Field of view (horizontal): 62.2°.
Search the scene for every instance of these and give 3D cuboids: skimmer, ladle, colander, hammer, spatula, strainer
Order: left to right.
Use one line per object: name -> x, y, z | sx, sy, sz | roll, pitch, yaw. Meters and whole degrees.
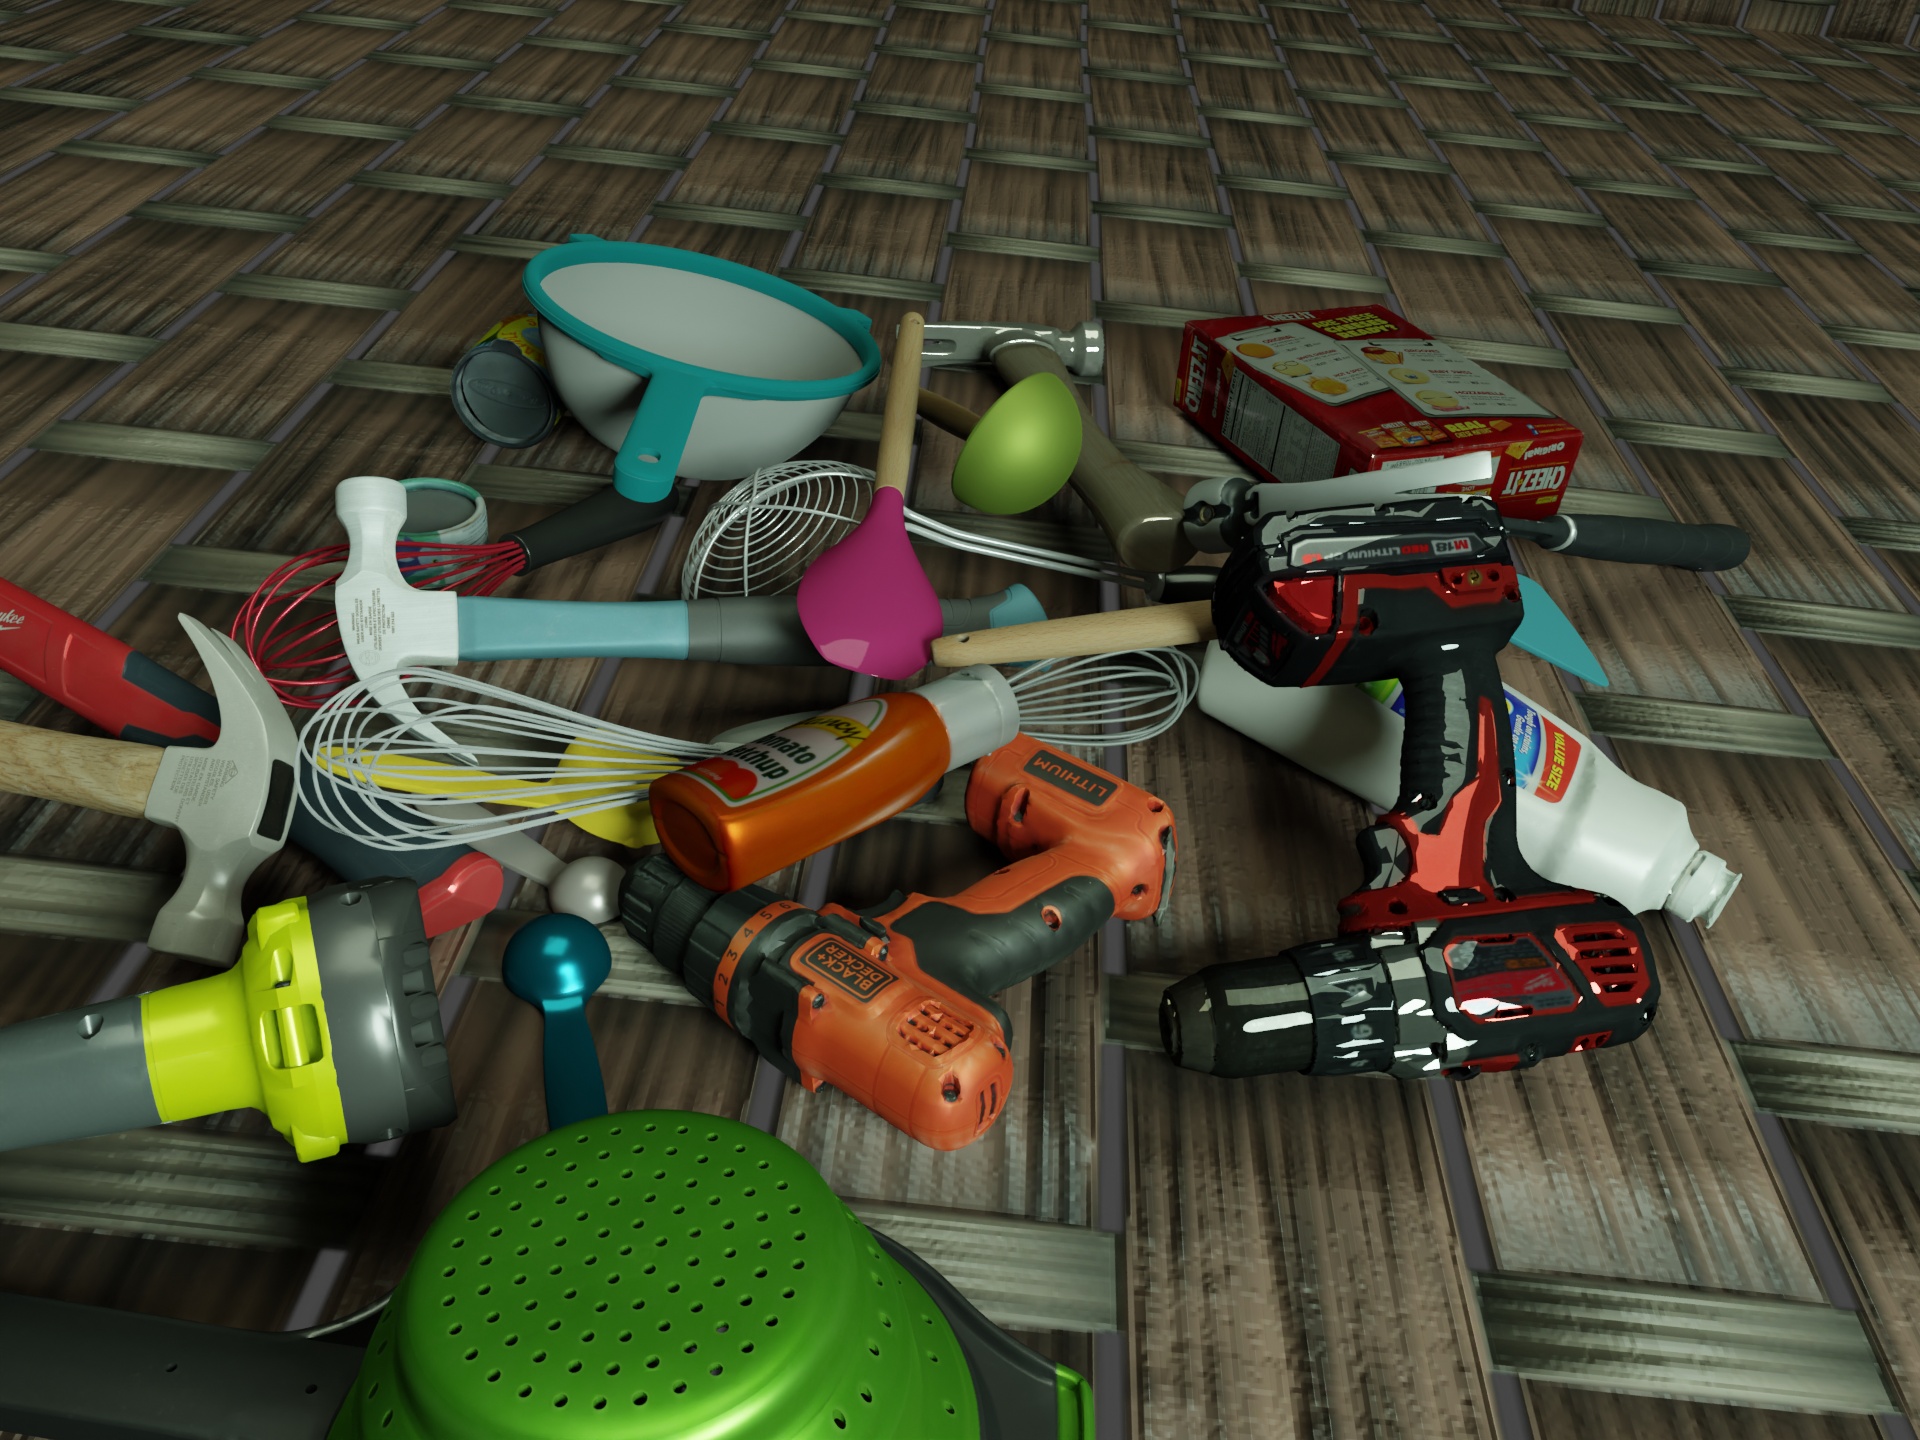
hammer -> -0.418, 0.007, 0.649 | 0.331, 0.031, 0.130 | 9, 74, 14
hammer -> -0.346, -0.023, 0.682 | 0.386, 0.038, 0.143 | 25, 80, 18
colander -> -0.162, 0.163, 0.423 | 0.397, 0.094, 0.205 | 5, 30, 8
strainer -> -0.159, -0.170, 0.897 | 0.211, 0.095, 0.341 | 14, 31, -9
hammer -> -0.114, -0.044, 0.741 | 0.331, 0.128, 0.033 | -1, -7, -17
ladle -> -0.003, -0.175, 0.905 | 0.062, 0.078, 0.320 | 38, 5, -23
skimmer -> 0.037, -0.066, 0.852 | 0.363, 0.090, 0.127 | 10, 46, -12
hammer -> 0.053, -0.177, 0.951 | 0.146, 0.038, 0.411 | -2, 27, -8
spatula -> 0.143, -0.040, 0.729 | 0.317, 0.044, 0.082 | -6, 44, -9
hammer -> 0.308, -0.102, 0.836 | 0.408, 0.036, 0.149 | -1, 1, -39

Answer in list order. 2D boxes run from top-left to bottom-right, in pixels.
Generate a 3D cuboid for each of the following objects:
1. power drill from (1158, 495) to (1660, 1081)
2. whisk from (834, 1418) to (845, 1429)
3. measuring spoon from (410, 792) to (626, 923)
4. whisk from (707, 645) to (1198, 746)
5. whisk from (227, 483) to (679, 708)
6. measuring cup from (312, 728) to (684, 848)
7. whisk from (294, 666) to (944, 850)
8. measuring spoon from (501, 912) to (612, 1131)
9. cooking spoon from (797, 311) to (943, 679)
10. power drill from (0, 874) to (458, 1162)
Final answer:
power drill -> 0.158, 0.032, 0.635 | 0.188, 0.080, 0.227 | -6, 69, -7
whisk -> 0.014, 0.250, 0.403 | 0.051, 0.047, 0.245 | -20, 40, -30
measuring spoon -> -0.188, 0.050, 0.670 | 0.124, 0.018, 0.034 | 24, 40, 25
whisk -> -0.001, -0.002, 0.746 | 0.239, 0.055, 0.055 | -9, 38, -13
whisk -> -0.242, -0.079, 0.811 | 0.073, 0.073, 0.296 | 23, 33, 22
measuring cup -> -0.183, 0.018, 0.654 | 0.156, 0.029, 0.062 | 12, 27, -37
whisk -> -0.120, 0.018, 0.640 | 0.284, 0.070, 0.070 | 4, 30, -39
measuring spoon -> -0.144, 0.113, 0.584 | 0.042, 0.021, 0.129 | -6, 36, -17
cooking spoon -> -0.035, -0.127, 0.804 | 0.068, 0.017, 0.319 | 15, 40, -10
power drill -> -0.279, 0.107, 0.488 | 0.223, 0.080, 0.171 | -10, -2, -23
